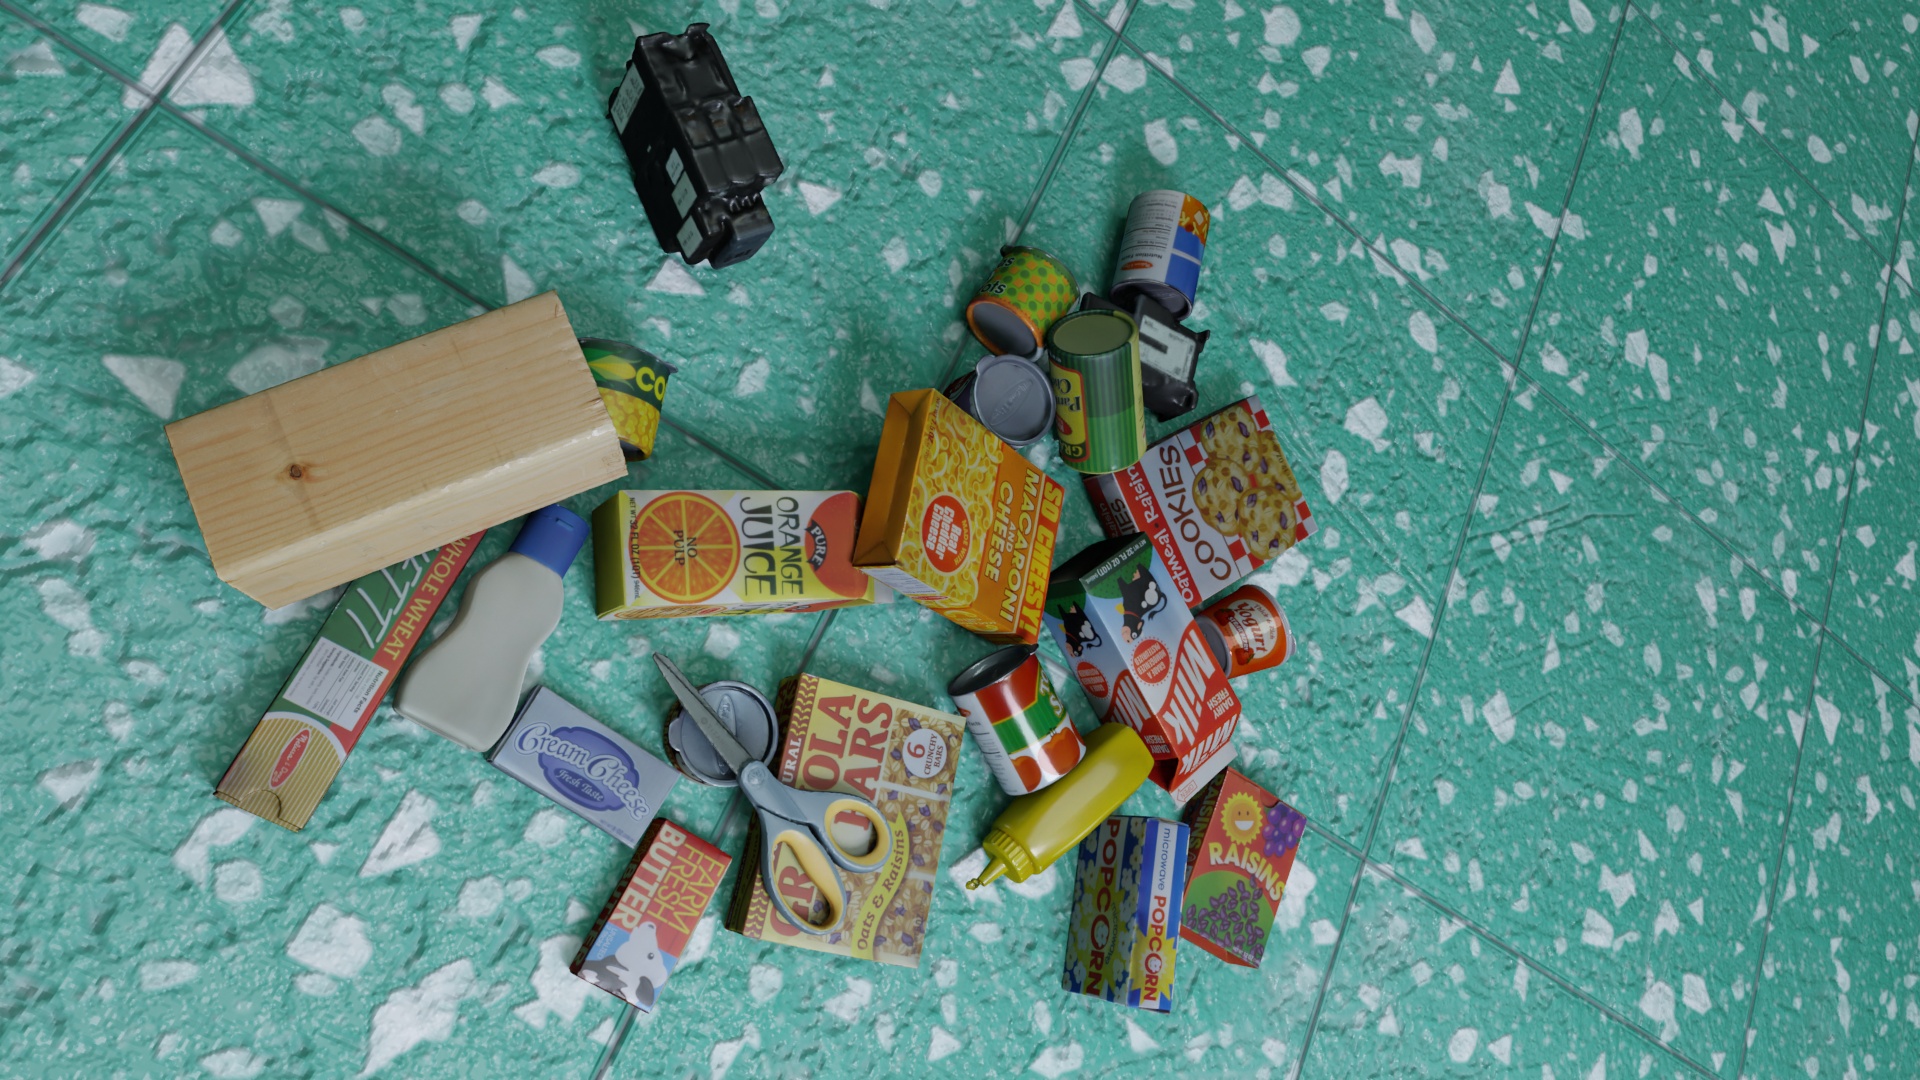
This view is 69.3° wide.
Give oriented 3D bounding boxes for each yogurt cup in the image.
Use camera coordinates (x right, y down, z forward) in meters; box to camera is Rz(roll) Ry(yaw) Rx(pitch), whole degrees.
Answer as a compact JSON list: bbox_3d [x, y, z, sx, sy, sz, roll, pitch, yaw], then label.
[{"bbox_3d":[0.212,0.073,1.066,0.054,0.072,0.072,-20,91,-22],"label":"yogurt cup"}]

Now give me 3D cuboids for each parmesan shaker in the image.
[{"bbox_3d":[0.098,-0.110,1.011,0.071,0.071,0.102,-37,136,-29],"label":"parmesan shaker"}]

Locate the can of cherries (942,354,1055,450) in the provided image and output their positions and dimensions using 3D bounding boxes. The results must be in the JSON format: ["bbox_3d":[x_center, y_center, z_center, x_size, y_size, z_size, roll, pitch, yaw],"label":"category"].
[{"bbox_3d":[0.024,-0.097,0.998,0.071,0.058,0.071,5,79,-27],"label":"can of cherries"}]

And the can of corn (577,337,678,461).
[{"bbox_3d":[-0.216,-0.085,0.860,0.071,0.071,0.058,16,75,-25],"label":"can of corn"}]

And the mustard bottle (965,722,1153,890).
[{"bbox_3d":[0.063,0.191,0.965,0.161,0.065,0.049,-38,95,-23],"label":"mustard bottle"}]

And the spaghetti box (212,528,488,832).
[{"bbox_3d":[-0.331,0.043,0.796,0.050,0.028,0.251,33,67,-19],"label":"spaghetti box"}]

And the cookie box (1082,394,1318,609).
[{"bbox_3d":[0.189,-0.027,1.086,0.168,0.040,0.123,-27,94,-31],"label":"cookie box"}]

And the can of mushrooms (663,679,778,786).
[{"bbox_3d":[-0.154,0.122,0.875,0.071,0.033,0.071,5,79,-28],"label":"can of mushrooms"}]

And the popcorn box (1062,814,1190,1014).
[{"bbox_3d":[0.115,0.256,0.965,0.038,0.085,0.127,15,74,-24],"label":"popcorn box"}]

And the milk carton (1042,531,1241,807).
[{"bbox_3d":[0.136,0.096,1.014,0.072,0.073,0.190,-34,98,-29],"label":"milk carton"}]

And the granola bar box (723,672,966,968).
[{"bbox_3d":[-0.073,0.182,0.904,0.124,0.039,0.166,19,72,-24],"label":"granola bar box"}]

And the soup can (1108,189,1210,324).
[{"bbox_3d":[0.158,-0.221,1.091,0.071,0.071,0.084,22,71,-23],"label":"soup can"}]

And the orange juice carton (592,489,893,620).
[{"bbox_3d":[-0.131,0.009,0.886,0.193,0.073,0.072,-1,81,-29],"label":"orange juice carton"}]

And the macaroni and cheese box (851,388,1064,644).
[{"bbox_3d":[0.003,-0.012,0.943,0.166,0.040,0.124,33,62,-48],"label":"macaroni and cheese box"}]

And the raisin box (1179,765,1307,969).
[{"bbox_3d":[0.201,0.244,1.041,0.086,0.040,0.124,33,66,-19],"label":"raisin box"}]

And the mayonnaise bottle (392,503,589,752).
[{"bbox_3d":[-0.271,0.047,0.822,0.064,0.041,0.148,35,65,-23],"label":"mayonnaise bottle"}]

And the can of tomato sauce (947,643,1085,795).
[{"bbox_3d":[0.041,0.122,0.958,0.071,0.071,0.083,-34,101,-29],"label":"can of tomato sauce"}]

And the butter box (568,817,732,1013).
[{"bbox_3d":[-0.187,0.226,0.843,0.053,0.024,0.104,35,66,-19],"label":"butter box"}]

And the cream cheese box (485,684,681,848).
[{"bbox_3d":[-0.227,0.137,0.837,0.103,0.024,0.053,37,65,-18],"label":"cream cheese box"}]

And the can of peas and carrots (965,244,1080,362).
[{"bbox_3d":[0.044,-0.174,1.019,0.071,0.071,0.059,42,65,-16],"label":"can of peas and carrots"}]
